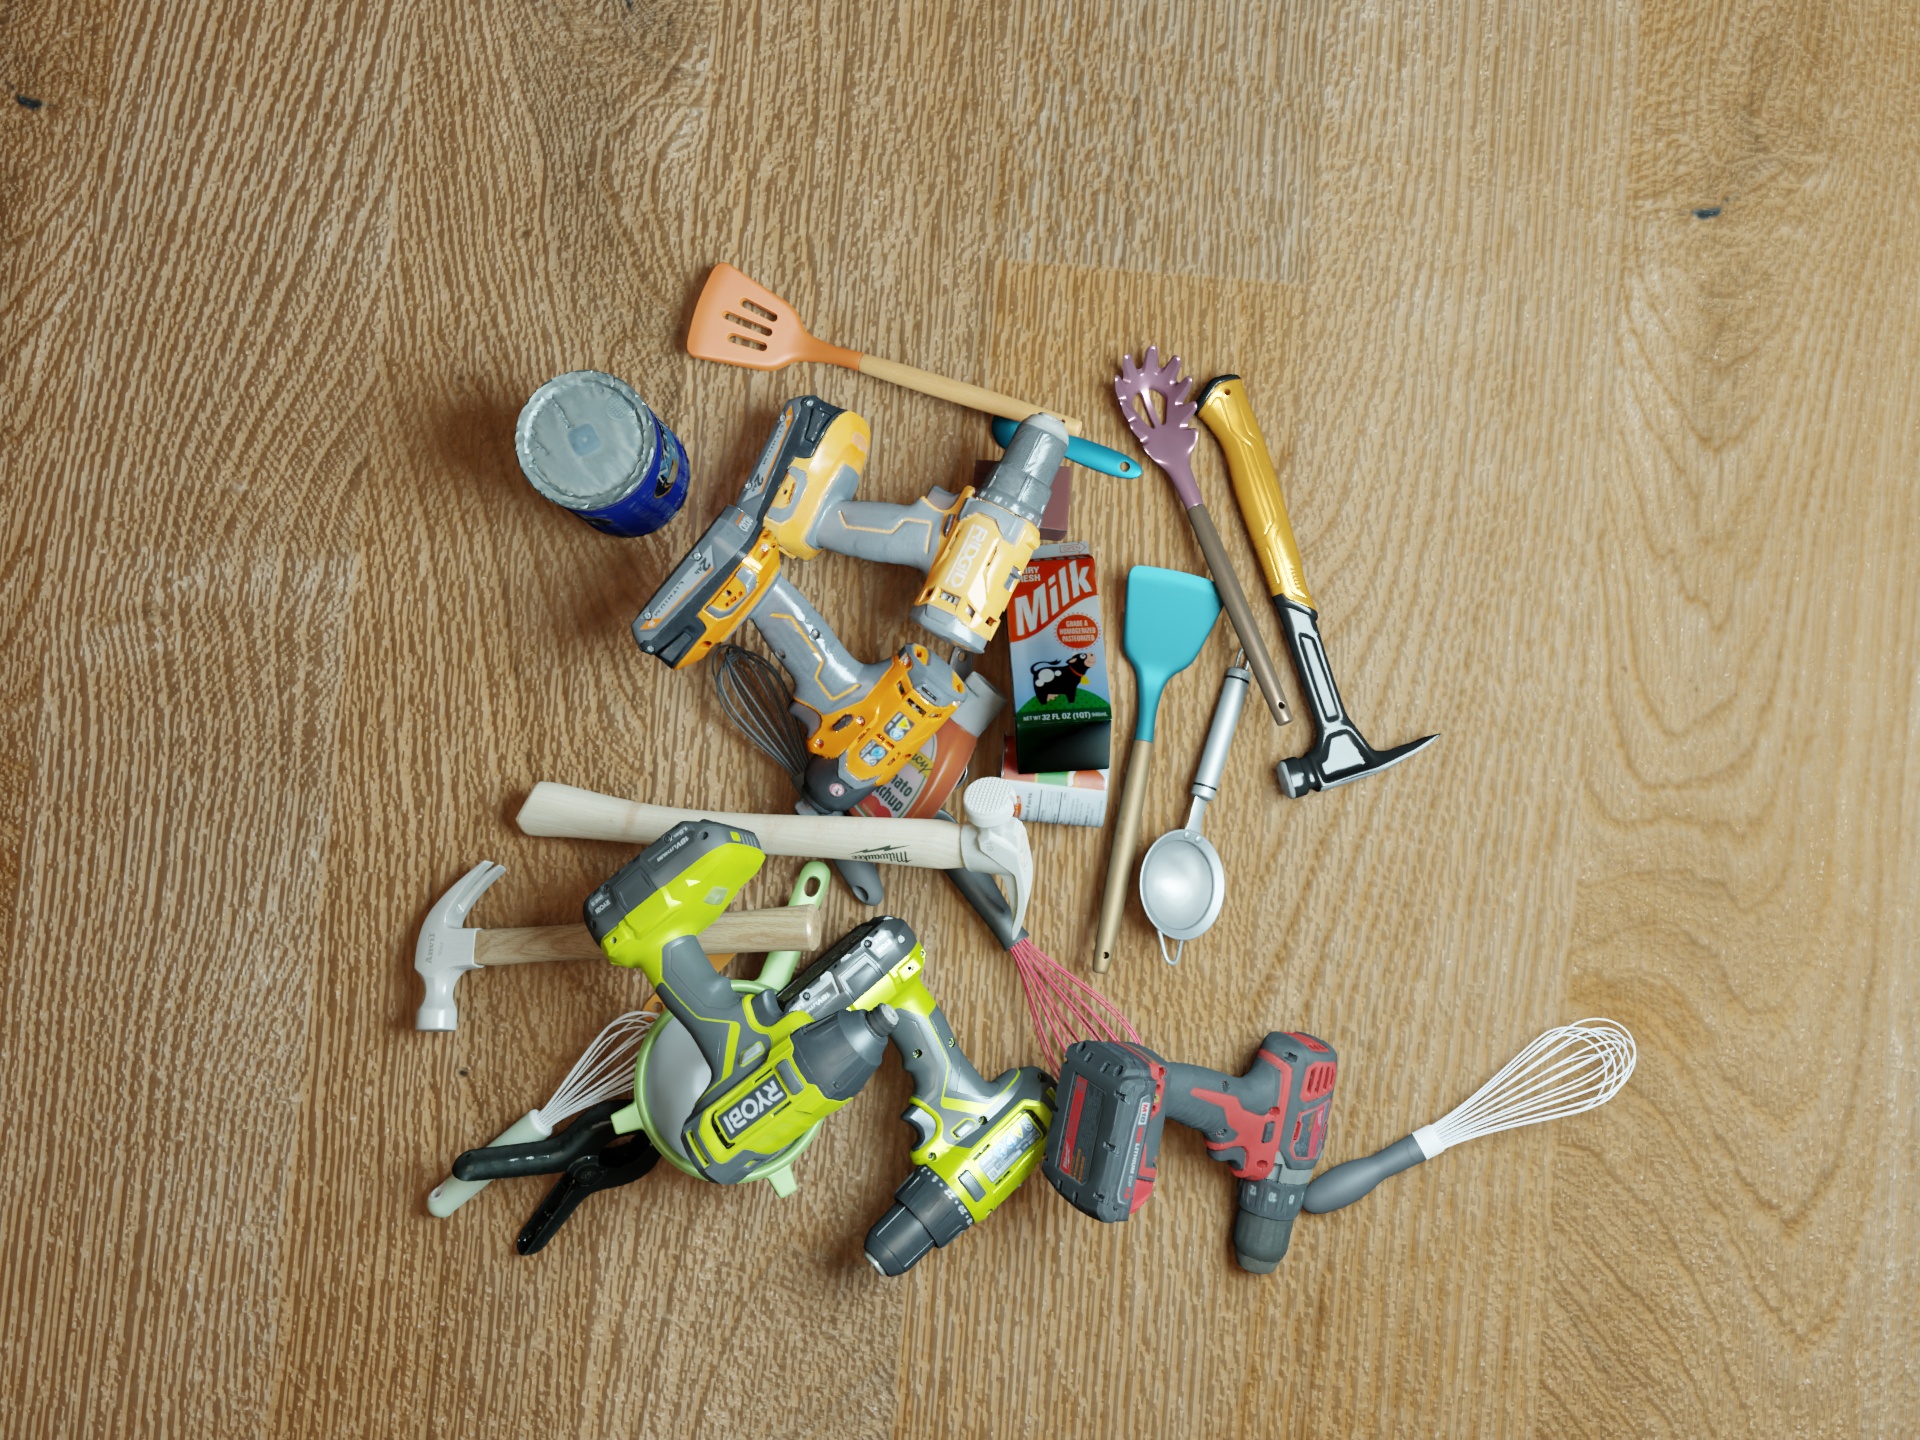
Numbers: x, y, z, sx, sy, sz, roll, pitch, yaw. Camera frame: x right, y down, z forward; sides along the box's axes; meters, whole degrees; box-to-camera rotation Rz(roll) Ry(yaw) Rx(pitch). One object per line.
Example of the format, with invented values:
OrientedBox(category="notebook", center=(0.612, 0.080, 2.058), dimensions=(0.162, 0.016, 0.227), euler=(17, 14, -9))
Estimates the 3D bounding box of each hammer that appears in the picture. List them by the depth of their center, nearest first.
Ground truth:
OrientedBox(category="hammer", center=(-0.148, 0.094, 1.219), dimensions=(0.411, 0.146, 0.038), euler=(3, 45, 16))
OrientedBox(category="hammer", center=(-0.267, 0.166, 1.225), dimensions=(0.331, 0.031, 0.130), euler=(-6, 73, 13))
OrientedBox(category="hammer", center=(0.265, -0.115, 1.257), dimensions=(0.127, 0.034, 0.337), euler=(-18, 86, -3))

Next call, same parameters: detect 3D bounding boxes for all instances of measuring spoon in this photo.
OrientedBox(category="measuring spoon", center=(-0.208, 0.202, 1.272), dimensions=(0.117, 0.011, 0.021), euler=(-39, 90, 3))
OrientedBox(category="measuring spoon", center=(-0.002, -0.004, 1.273), dimensions=(0.034, 0.018, 0.124), euler=(4, 81, 23))
OrientedBox(category="measuring spoon", center=(0.086, -0.222, 1.274), dimensions=(0.128, 0.021, 0.042), euler=(21, 89, 3))

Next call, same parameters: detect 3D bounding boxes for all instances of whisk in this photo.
OrientedBox(category="whisk", center=(0.390, 0.311, 1.231), dimensions=(0.284, 0.070, 0.070), euler=(-28, 87, 4))
OrientedBox(category="whisk", center=(0.056, 0.190, 1.242), dimensions=(0.073, 0.073, 0.296), euler=(-35, 81, 0))
OrientedBox(category="whisk", center=(-0.324, 0.312, 1.253), dimensions=(0.246, 0.058, 0.059), euler=(-39, 117, 4))
OrientedBox(category="whisk", center=(-0.127, 0.044, 1.259), dimensions=(0.055, 0.055, 0.239), euler=(-30, 92, 0))

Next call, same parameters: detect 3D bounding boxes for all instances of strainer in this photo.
OrientedBox(category="strainer", center=(-0.162, 0.232, 1.248), dimensions=(0.151, 0.069, 0.256), euler=(25, 70, -11))
OrientedBox(category="strainer", center=(0.189, 0.064, 1.252), dimensions=(0.086, 0.050, 0.258), euler=(23, 81, -30))

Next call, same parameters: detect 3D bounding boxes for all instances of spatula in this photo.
OrientedBox(category="spatula", center=(0.139, 0.040, 1.242), dimensions=(0.082, 0.044, 0.317), euler=(12, 82, -8))
OrientedBox(category="spatula", center=(-0.058, -0.279, 1.259), dimensions=(0.322, 0.041, 0.081), euler=(19, 88, 12))

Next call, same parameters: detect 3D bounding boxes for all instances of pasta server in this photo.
OrientedBox(category="pasta server", center=(0.194, -0.144, 1.238), dimensions=(0.060, 0.040, 0.316), euler=(-19, 77, -5))

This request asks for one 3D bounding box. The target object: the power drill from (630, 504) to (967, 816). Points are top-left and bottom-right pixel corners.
OrientedBox(category="power drill", center=(-0.130, -0.033, 1.187), dimensions=(0.226, 0.084, 0.164), euler=(39, 107, -13))

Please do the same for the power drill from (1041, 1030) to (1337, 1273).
OrientedBox(category="power drill", center=(0.177, 0.325, 1.187), dimensions=(0.226, 0.080, 0.188), euler=(8, 96, -30))

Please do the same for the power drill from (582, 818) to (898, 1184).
OrientedBox(category="power drill", center=(-0.156, 0.187, 1.124), dimensions=(0.171, 0.080, 0.223), euler=(-39, 69, 10))

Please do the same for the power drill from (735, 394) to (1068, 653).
OrientedBox(category="power drill", center=(-0.039, -0.175, 1.214), dimensions=(0.226, 0.084, 0.185), euler=(26, 90, 22))

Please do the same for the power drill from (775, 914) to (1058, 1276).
OrientedBox(category="power drill", center=(-0.045, 0.282, 1.199), dimensions=(0.190, 0.080, 0.228), euler=(-39, 94, -20))
